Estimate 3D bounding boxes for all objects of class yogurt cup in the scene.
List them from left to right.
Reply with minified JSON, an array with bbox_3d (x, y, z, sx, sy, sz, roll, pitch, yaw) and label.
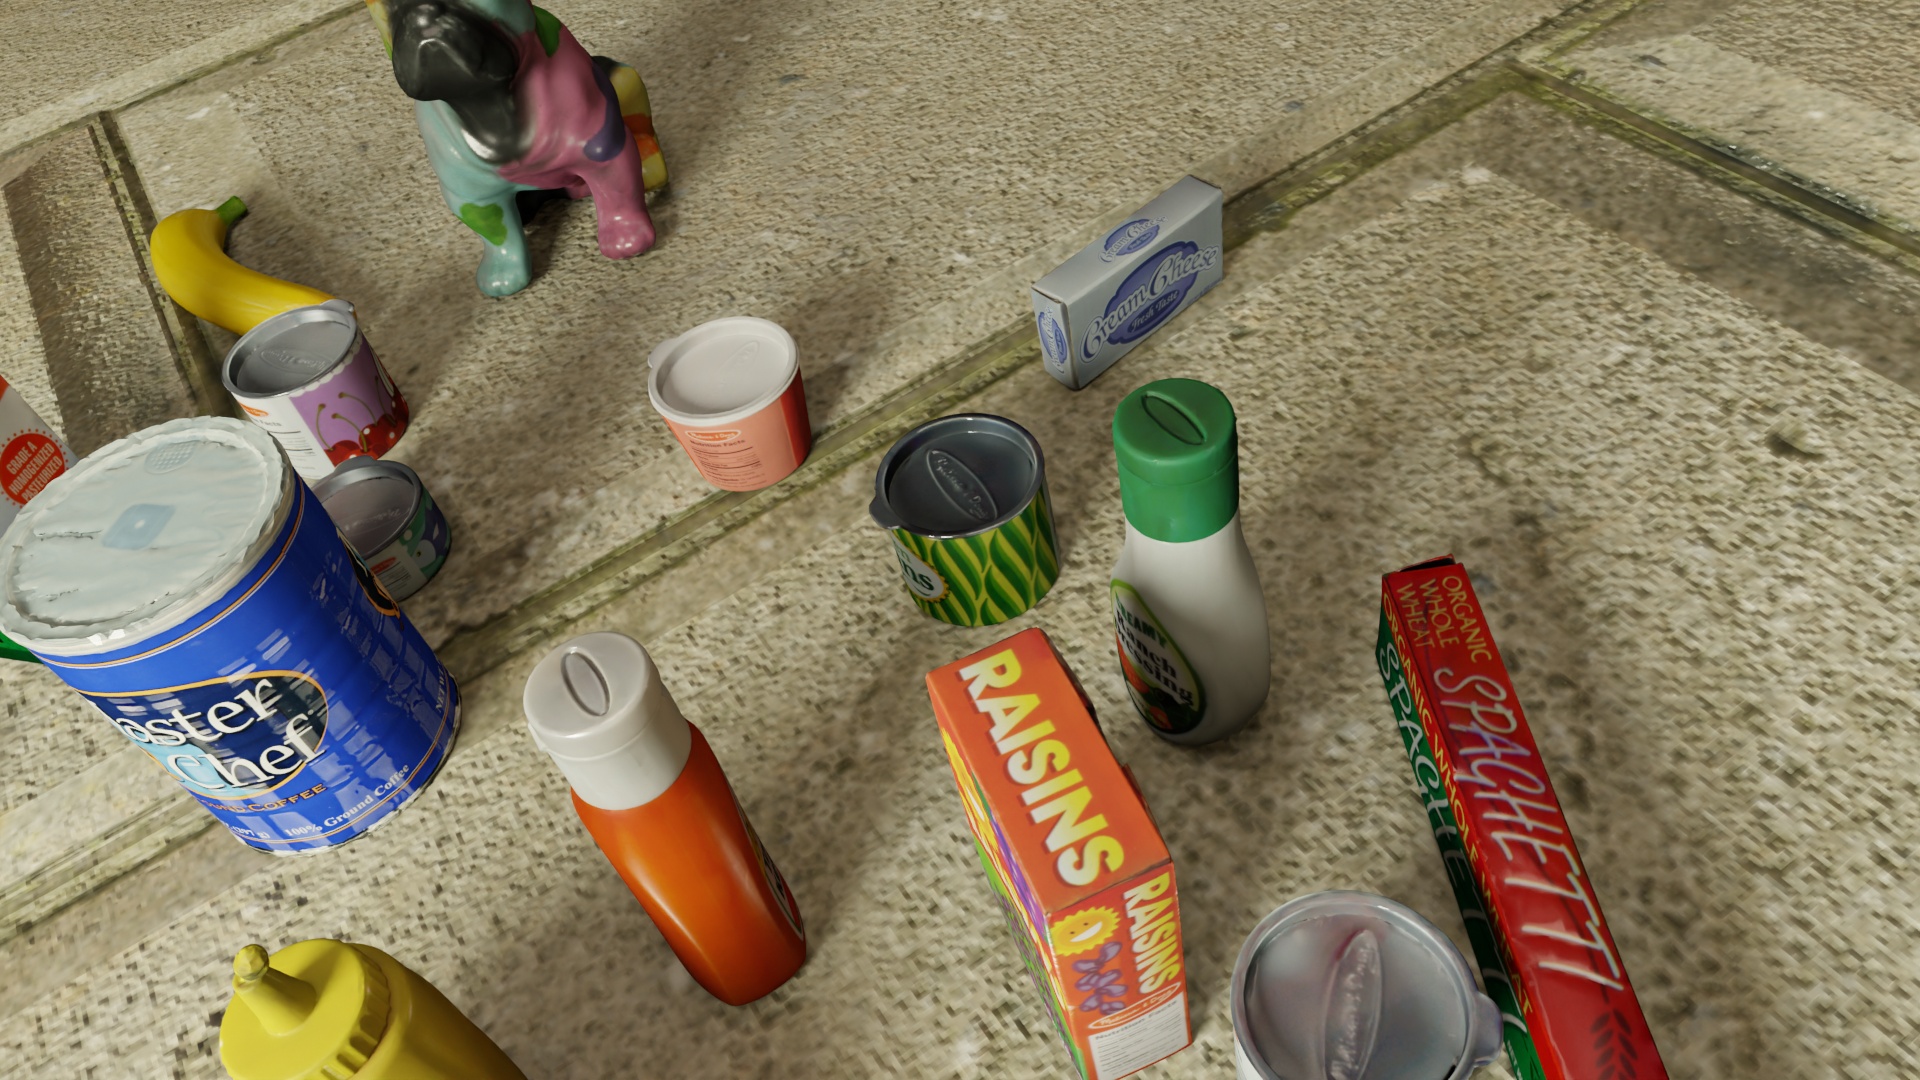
[{"bbox_3d":[-0.100,-0.059,0.626,0.072,0.053,0.073,-6,48,7],"label":"yogurt cup"}]

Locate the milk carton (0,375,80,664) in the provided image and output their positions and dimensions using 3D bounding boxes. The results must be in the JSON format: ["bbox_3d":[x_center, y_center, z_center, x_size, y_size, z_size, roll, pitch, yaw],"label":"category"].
[{"bbox_3d":[-0.437,-0.031,0.583,0.073,0.189,0.073,5,50,17],"label":"milk carton"}]

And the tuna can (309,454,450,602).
[{"bbox_3d":[-0.268,-0.004,0.627,0.071,0.032,0.071,-6,48,7],"label":"tuna can"}]

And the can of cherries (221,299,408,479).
[{"bbox_3d":[-0.313,-0.074,0.683,0.071,0.058,0.072,-6,48,7],"label":"can of cherries"}]

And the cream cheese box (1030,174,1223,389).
[{"bbox_3d":[0.080,-0.119,0.640,0.104,0.053,0.024,-38,52,-20],"label":"cream cheese box"}]

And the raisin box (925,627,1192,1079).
[{"bbox_3d":[0.032,0.097,0.412,0.040,0.122,0.086,-22,48,-7],"label":"raisin box"}]

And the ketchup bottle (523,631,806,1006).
[{"bbox_3d":[-0.090,0.087,0.430,0.043,0.148,0.065,-31,50,-14],"label":"ketchup bottle"}]

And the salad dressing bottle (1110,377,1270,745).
[{"bbox_3d":[0.075,0.011,0.462,0.044,0.147,0.064,-30,50,-14],"label":"salad dressing bottle"}]

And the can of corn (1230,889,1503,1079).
[{"bbox_3d":[0.114,0.144,0.396,0.071,0.058,0.071,-6,48,7],"label":"can of corn"}]

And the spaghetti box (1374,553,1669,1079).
[{"bbox_3d":[0.171,0.114,0.415,0.029,0.050,0.251,-9,48,5],"label":"spaghetti box"}]

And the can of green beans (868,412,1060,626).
[{"bbox_3d":[0.004,-0.008,0.554,0.071,0.057,0.071,-6,48,7],"label":"can of green beans"}]

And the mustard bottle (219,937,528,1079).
[{"bbox_3d":[-0.160,0.148,0.383,0.049,0.159,0.065,-40,52,-21],"label":"mustard bottle"}]
